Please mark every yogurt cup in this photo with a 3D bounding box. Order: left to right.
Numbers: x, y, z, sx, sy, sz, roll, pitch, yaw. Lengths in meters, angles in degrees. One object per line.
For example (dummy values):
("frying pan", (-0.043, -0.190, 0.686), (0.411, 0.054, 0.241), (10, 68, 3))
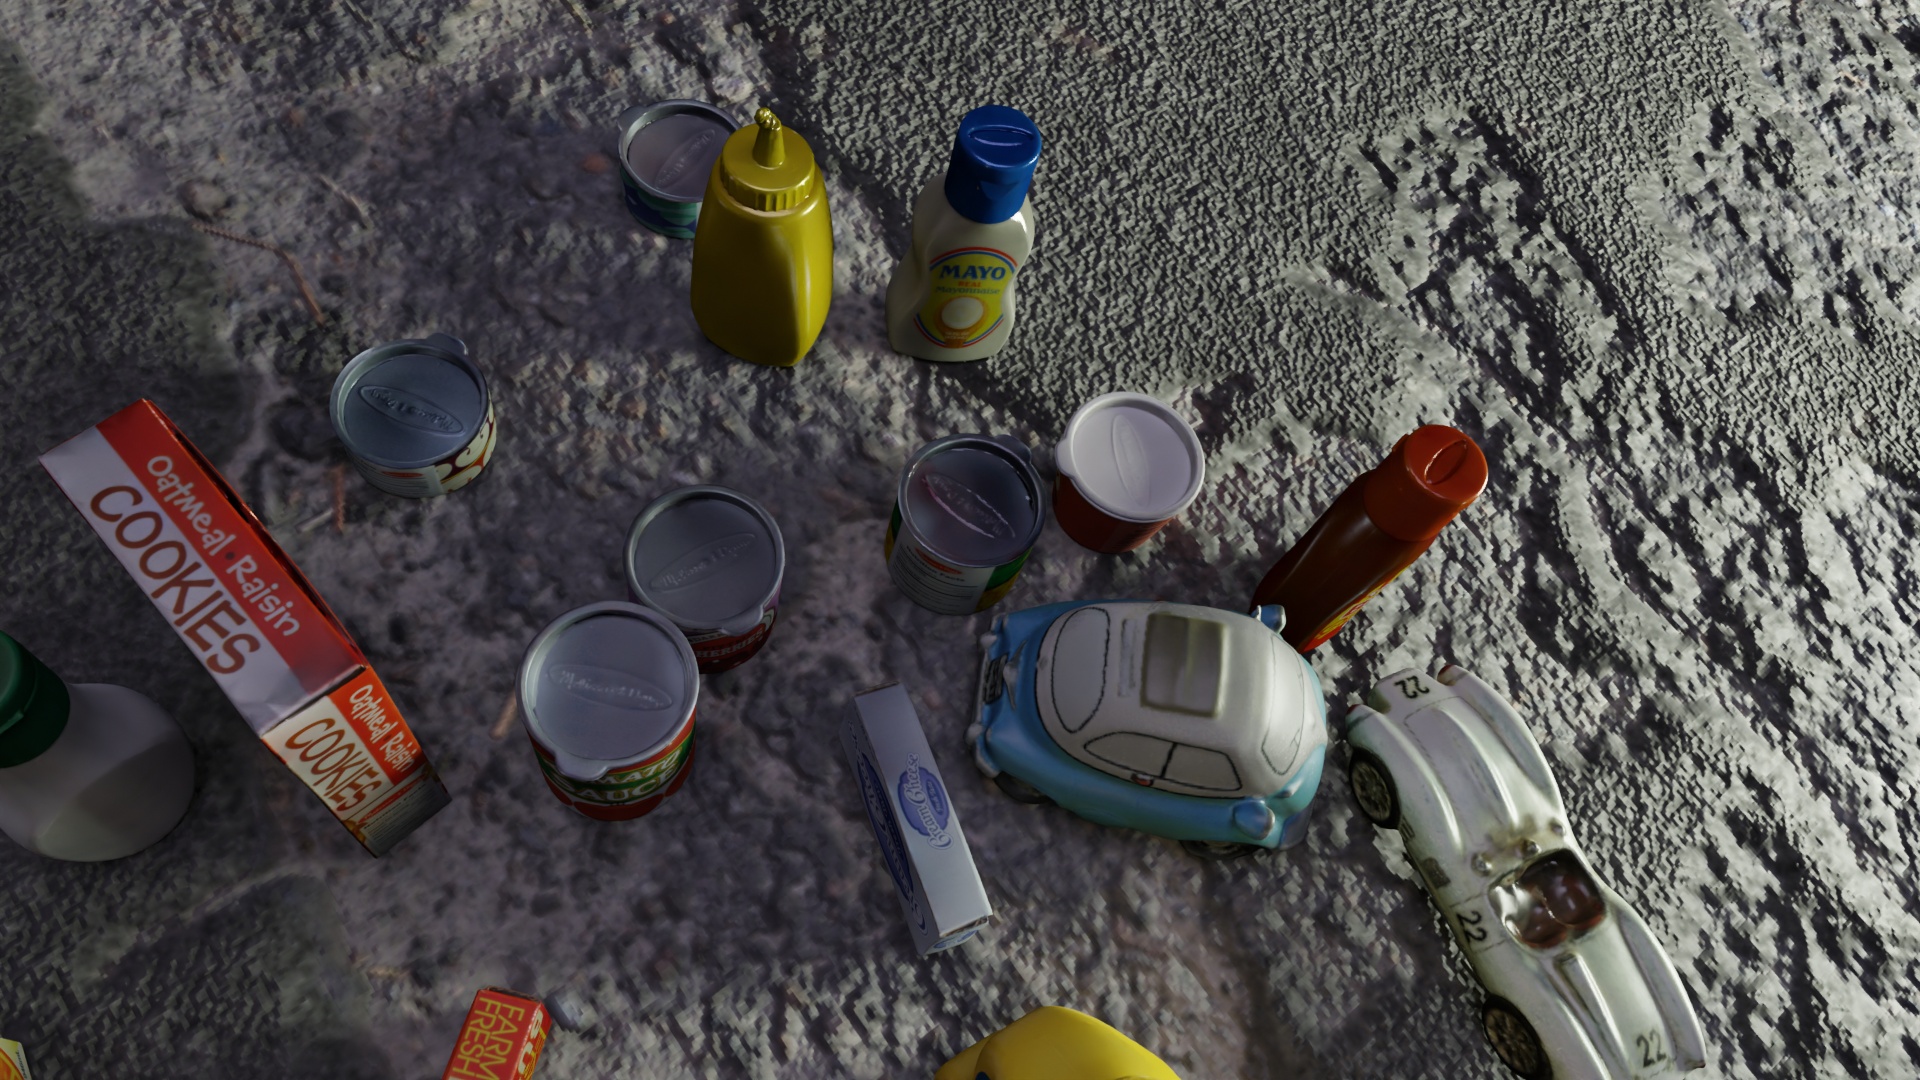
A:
("yogurt cup", (0.076, -0.029, 0.660), (0.072, 0.053, 0.072), (4, 64, -9))

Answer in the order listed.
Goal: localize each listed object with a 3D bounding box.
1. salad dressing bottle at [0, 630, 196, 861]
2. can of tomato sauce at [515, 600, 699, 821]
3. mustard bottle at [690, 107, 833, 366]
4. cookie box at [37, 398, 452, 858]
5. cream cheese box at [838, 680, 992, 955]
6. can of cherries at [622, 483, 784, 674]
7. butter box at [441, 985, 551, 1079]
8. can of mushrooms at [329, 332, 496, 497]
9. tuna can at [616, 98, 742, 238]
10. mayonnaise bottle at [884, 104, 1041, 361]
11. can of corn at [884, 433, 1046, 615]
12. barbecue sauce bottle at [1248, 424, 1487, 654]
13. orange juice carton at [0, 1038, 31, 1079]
("salad dressing bottle", (-0.314, 0.071, 0.482), (0.044, 0.147, 0.064), (40, 64, 9))
("can of tomato sauce", (-0.138, 0.072, 0.553), (0.071, 0.082, 0.071), (4, 64, -9))
("mustard bottle", (-0.087, -0.139, 0.622), (0.065, 0.159, 0.049), (19, 63, -2))
("cookie box", (-0.247, 0.039, 0.500), (0.040, 0.166, 0.123), (-39, 77, -24))
("cream cheese box", (-0.020, 0.115, 0.572), (0.024, 0.053, 0.104), (-16, 69, -18))
("can of cherries", (-0.110, 0.020, 0.598), (0.071, 0.058, 0.072), (4, 64, -9))
("butter box", (-0.176, 0.215, 0.493), (0.024, 0.053, 0.104), (16, 63, -3))
("can of mushrooms", (-0.243, -0.056, 0.623), (0.071, 0.033, 0.071), (4, 64, -9))
("tuna can", (-0.142, -0.190, 0.708), (0.071, 0.032, 0.071), (4, 64, -9))
("mayonnaise bottle", (0.004, -0.138, 0.646), (0.065, 0.147, 0.041), (0, 65, -11))
("can of corn", (0.002, -0.008, 0.633), (0.071, 0.058, 0.071), (4, 64, -9))
("barbecue sauce bottle", (0.179, 0.000, 0.613), (0.044, 0.148, 0.065), (44, 65, 11))
("orange juice carton", (-0.339, 0.183, 0.398), (0.073, 0.191, 0.072), (-23, 71, -20))
